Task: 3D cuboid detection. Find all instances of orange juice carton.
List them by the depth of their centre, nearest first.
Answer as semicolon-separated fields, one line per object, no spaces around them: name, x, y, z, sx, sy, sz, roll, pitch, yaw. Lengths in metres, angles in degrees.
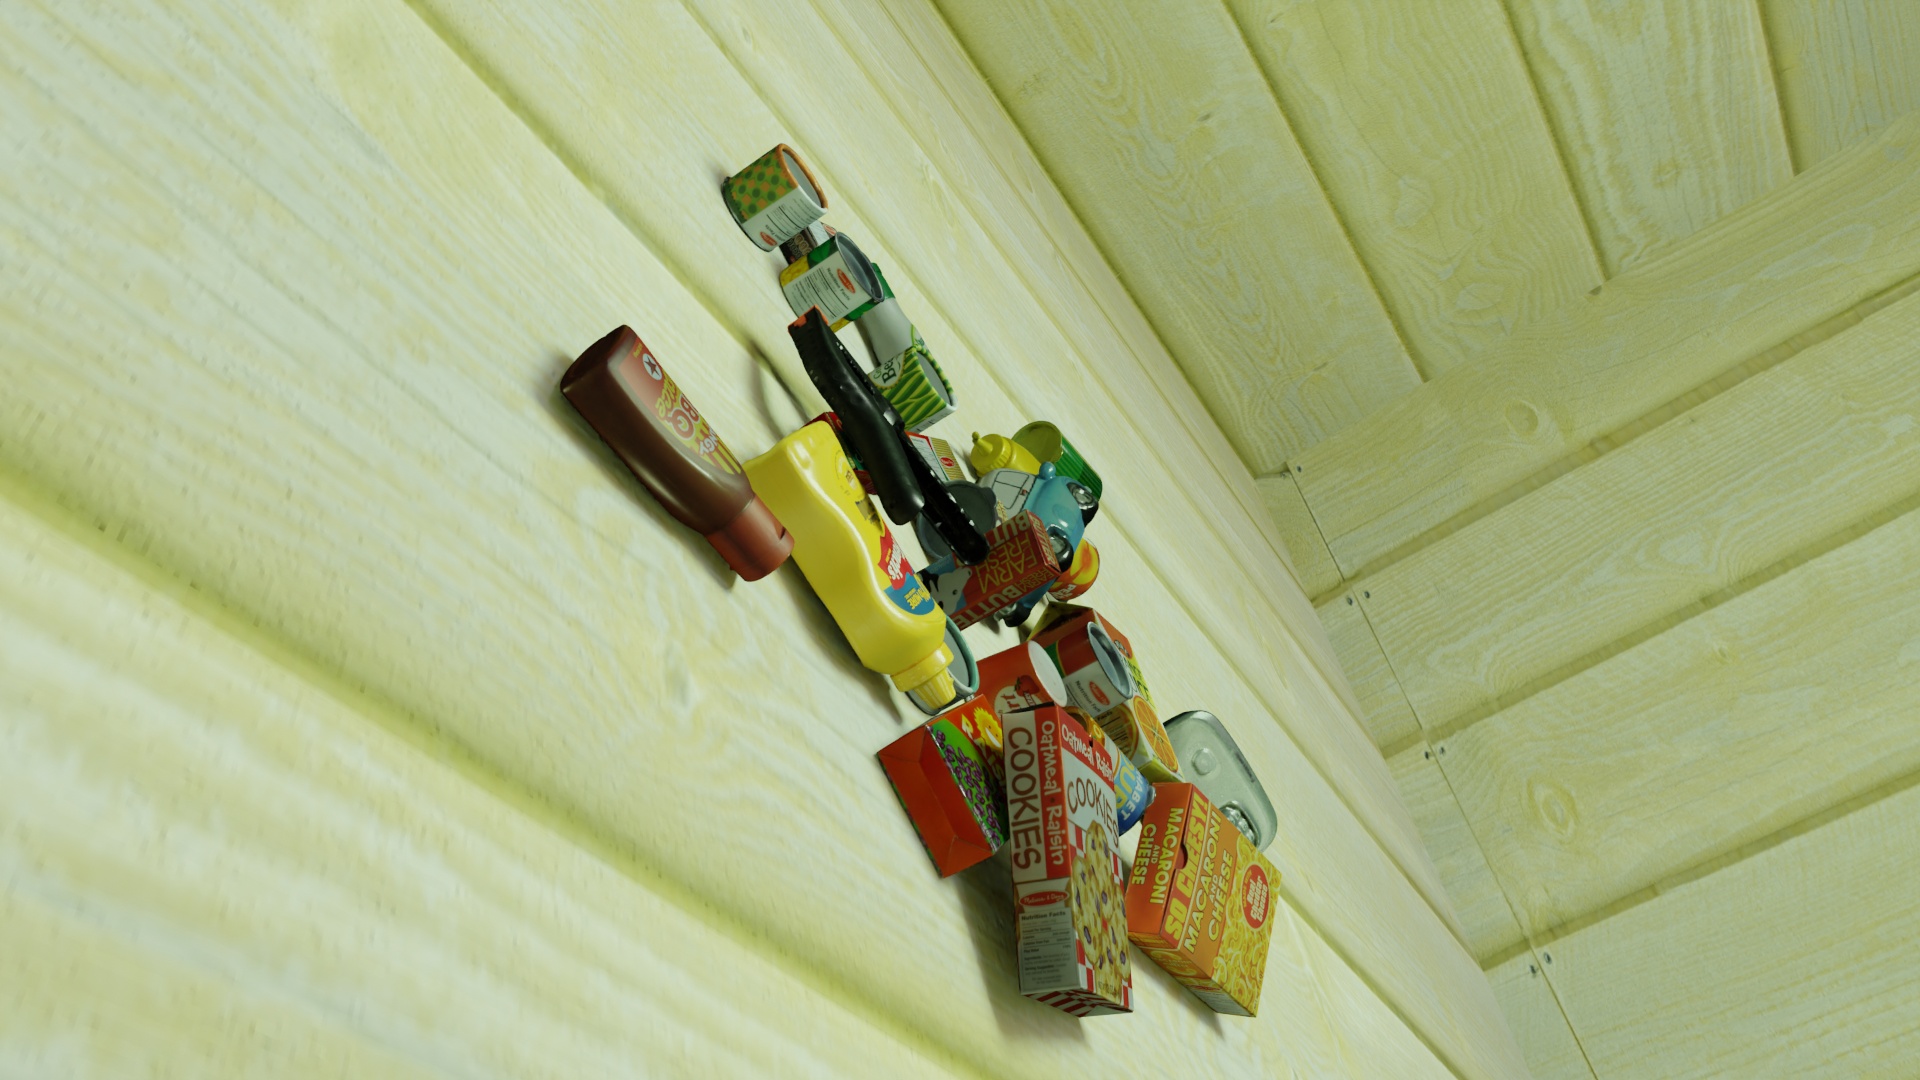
orange juice carton;0.112;0.128;1.151;0.071;0.073;0.193;40;25;-48

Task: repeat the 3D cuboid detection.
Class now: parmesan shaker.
parmesan shaker;0.103;-0.072;1.475;0.103;0.071;0.071;42;23;-47

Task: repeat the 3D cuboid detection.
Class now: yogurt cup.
yogurt cup;0.041;0.109;1.013;0.072;0.054;0.073;53;17;-23

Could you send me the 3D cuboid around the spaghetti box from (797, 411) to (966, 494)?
spaghetti box;-0.053;-0.061;1.074;0.050;0.028;0.250;63;17;10

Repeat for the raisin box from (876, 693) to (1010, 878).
raisin box;0.003;0.148;0.860;0.086;0.040;0.123;61;16;7

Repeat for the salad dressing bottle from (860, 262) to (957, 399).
salad dressing bottle;-0.056;-0.176;1.235;0.147;0.044;0.064;61;15;6

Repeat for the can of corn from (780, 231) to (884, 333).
can of corn;-0.103;-0.206;1.125;0.071;0.058;0.071;52;18;-24

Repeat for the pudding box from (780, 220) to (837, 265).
pudding box;-0.122;-0.247;1.188;0.050;0.030;0.084;61;16;8

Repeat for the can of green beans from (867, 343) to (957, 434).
can of green beans;-0.044;-0.121;1.153;0.071;0.057;0.071;52;18;-24

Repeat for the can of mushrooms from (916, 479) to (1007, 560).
can of mushrooms;0.004;-0.014;1.084;0.071;0.071;0.033;65;15;19

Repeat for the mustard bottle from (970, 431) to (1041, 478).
mustard bottle;0.050;-0.063;1.343;0.160;0.048;0.065;42;24;-44

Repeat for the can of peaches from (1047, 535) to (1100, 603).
can of peaches;0.087;0.018;1.285;0.058;0.071;0.071;36;29;-55

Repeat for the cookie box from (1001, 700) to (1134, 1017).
cookie box;0.068;0.198;0.855;0.122;0.040;0.168;49;34;-58

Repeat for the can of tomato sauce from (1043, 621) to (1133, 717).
can of tomato sauce;0.081;0.110;1.073;0.071;0.083;0.071;52;18;-24

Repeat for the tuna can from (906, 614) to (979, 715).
tuna can;-0.018;0.078;0.928;0.071;0.033;0.071;52;19;-25

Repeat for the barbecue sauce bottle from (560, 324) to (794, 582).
barbecue sauce bottle;-0.147;-0.042;0.740;0.148;0.043;0.065;52;16;-24

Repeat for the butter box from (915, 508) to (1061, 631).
butter box;0.018;0.025;1.003;0.024;0.103;0.053;39;26;-49

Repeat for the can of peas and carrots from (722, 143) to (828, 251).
can of peas and carrots;-0.149;-0.277;1.113;0.070;0.058;0.071;53;17;-24

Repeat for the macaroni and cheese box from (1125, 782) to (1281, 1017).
macaroni and cheese box;0.192;0.281;1.087;0.166;0.040;0.124;46;50;-38

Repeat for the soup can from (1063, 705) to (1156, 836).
soup can;0.093;0.171;1.023;0.083;0.071;0.072;50;19;-29
